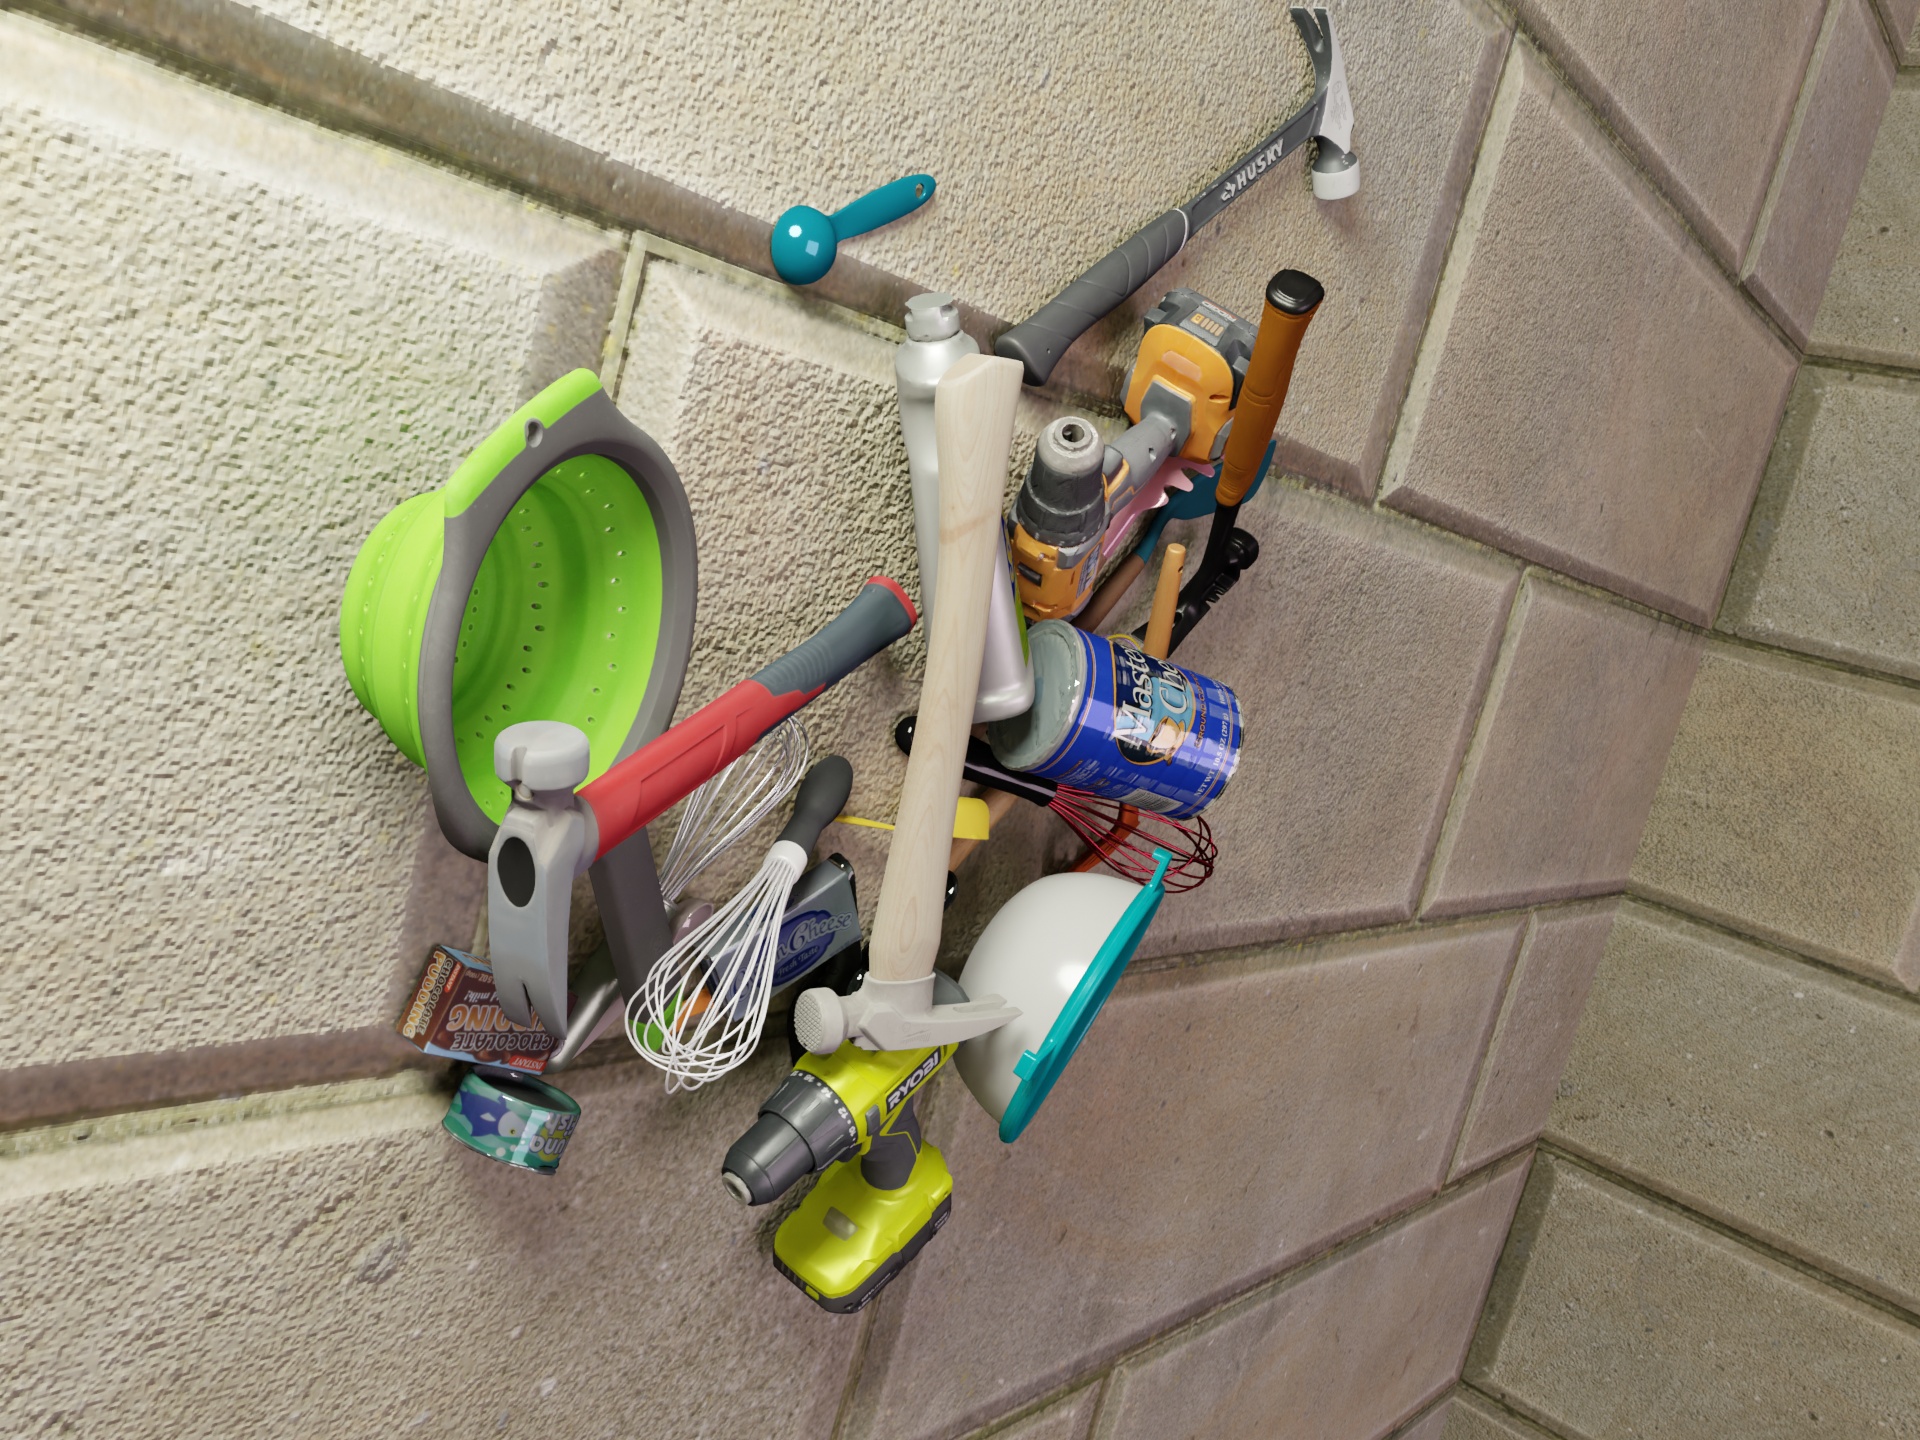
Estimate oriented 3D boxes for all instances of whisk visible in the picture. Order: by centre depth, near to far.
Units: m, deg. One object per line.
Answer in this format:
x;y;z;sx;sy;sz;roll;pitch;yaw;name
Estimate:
-0.109;0.098;0.889;0.285;0.070;0.070;-66;155;-55;whisk
-0.166;0.094;0.902;0.246;0.058;0.059;-55;162;-10;whisk
0.075;0.056;1.116;0.295;0.073;0.073;24;88;-31;whisk
0.059;0.027;1.155;0.245;0.051;0.047;-47;144;-22;whisk

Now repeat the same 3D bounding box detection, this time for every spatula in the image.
0.122;0.008;1.170;0.081;0.041;0.322;-28;139;-38;spatula
0.125;-0.096;1.174;0.317;0.044;0.082;-49;167;-21;spatula

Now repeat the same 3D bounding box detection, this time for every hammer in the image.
-0.114;0.013;0.825;0.386;0.038;0.143;-43;143;-61;hammer
-0.001;-0.003;0.929;0.146;0.038;0.410;1;104;-33;hammer
0.187;-0.171;1.082;0.127;0.034;0.336;-46;162;-23;hammer
0.159;-0.352;1.102;0.409;0.036;0.149;-44;136;-29;hammer

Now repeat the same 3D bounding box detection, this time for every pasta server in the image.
0.089;-0.092;1.137;0.040;0.060;0.316;41;74;-19;pasta server

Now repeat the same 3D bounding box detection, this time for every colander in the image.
-0.205;0.020;0.770;0.205;0.094;0.396;-59;155;-44;colander

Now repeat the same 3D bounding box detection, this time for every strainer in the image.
0.045;0.216;1.176;0.211;0.095;0.340;-52;168;-29;strainer

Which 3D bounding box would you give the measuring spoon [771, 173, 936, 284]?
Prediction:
-0.052;-0.277;0.881;0.128;0.021;0.042;-37;133;-34;measuring spoon

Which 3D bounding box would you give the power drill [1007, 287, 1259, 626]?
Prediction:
0.110;-0.184;1.042;0.226;0.084;0.185;-50;165;-22;power drill

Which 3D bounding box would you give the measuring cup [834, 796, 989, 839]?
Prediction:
-0.044;0.057;1.041;0.156;0.062;0.029;11;84;-42;measuring cup

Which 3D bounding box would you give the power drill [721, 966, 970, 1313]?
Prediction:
-0.074;0.288;1.044;0.190;0.080;0.228;-38;146;-35;power drill

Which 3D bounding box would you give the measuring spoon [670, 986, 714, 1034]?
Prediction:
-0.136;0.164;0.983;0.117;0.011;0.021;-25;125;-30;measuring spoon

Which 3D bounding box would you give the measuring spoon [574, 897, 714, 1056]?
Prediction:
-0.191;0.148;0.922;0.124;0.018;0.034;-47;161;-17;measuring spoon
